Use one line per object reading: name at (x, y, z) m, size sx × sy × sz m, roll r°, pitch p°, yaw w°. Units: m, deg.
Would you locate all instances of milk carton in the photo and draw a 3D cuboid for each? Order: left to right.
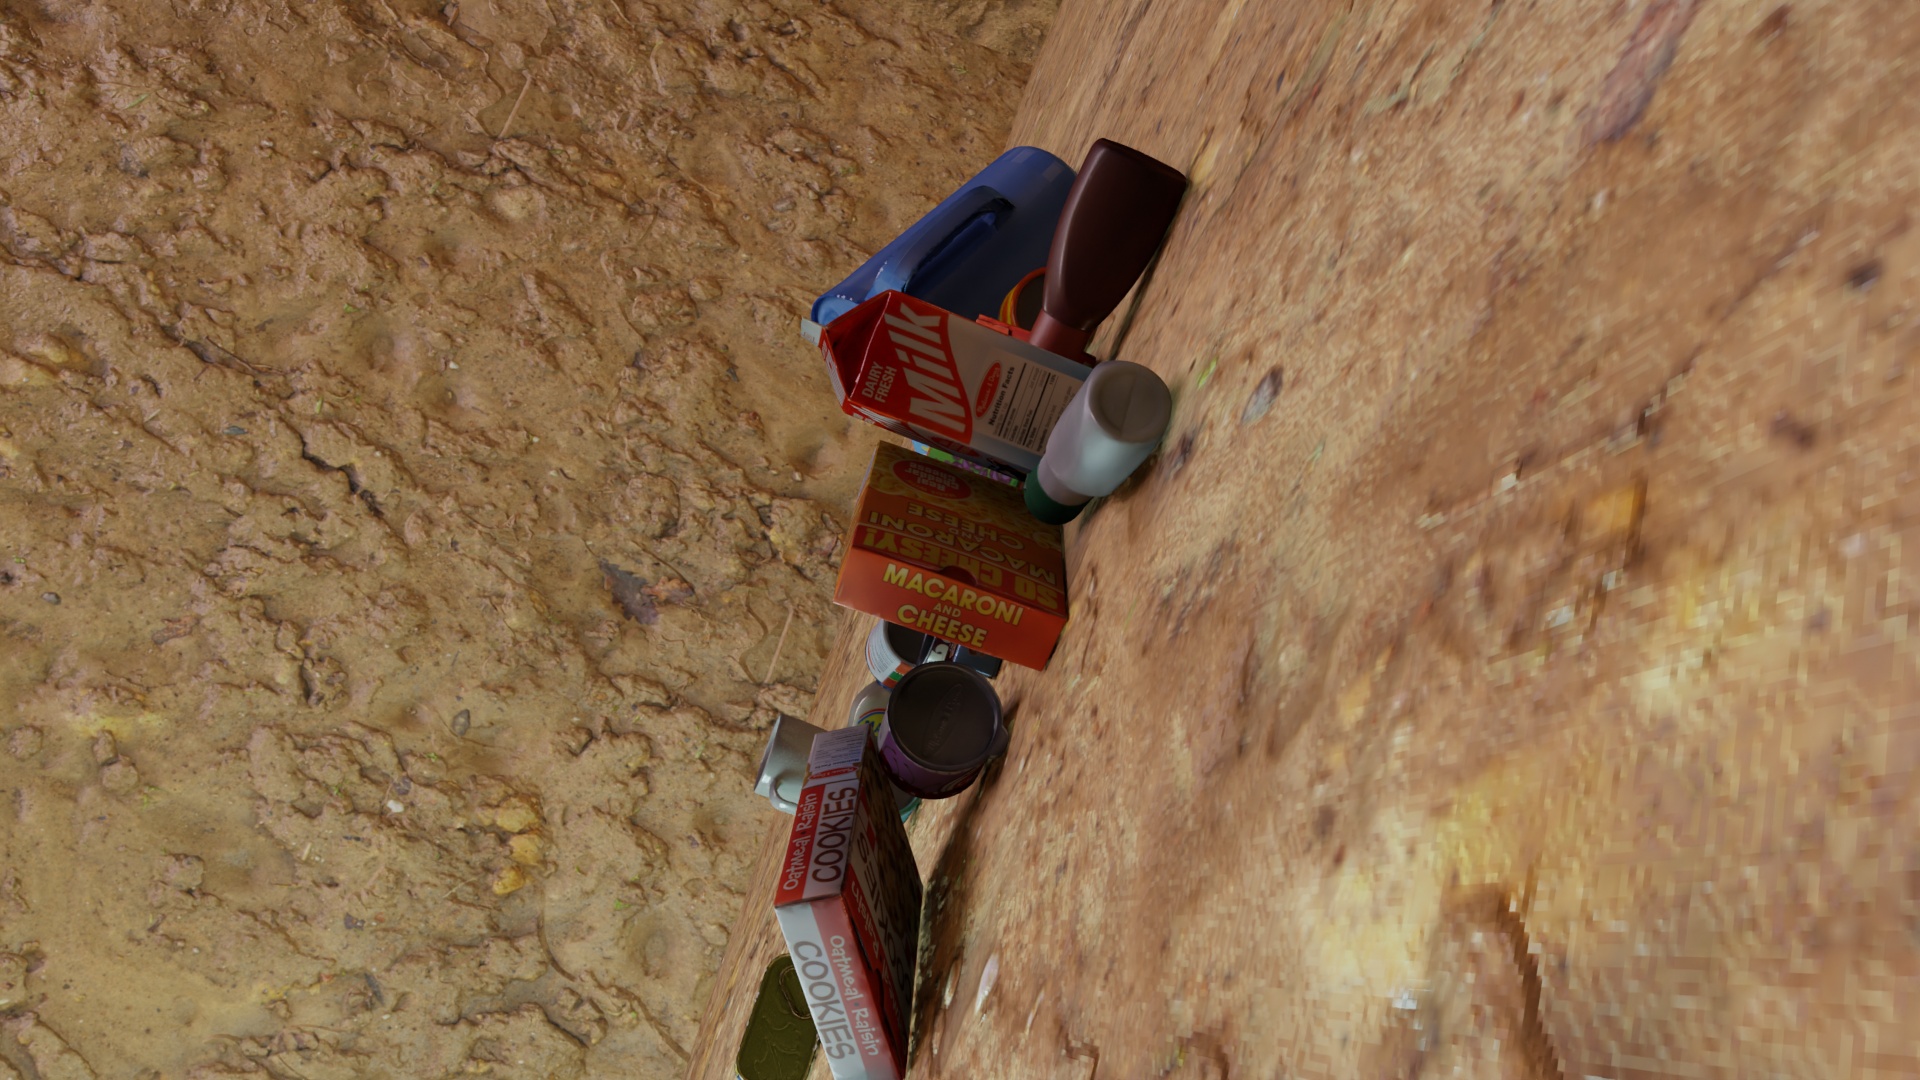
milk carton at (-0.007, -0.094, 0.843) m, size 0.072 × 0.191 × 0.073 m, roll 167°, pitch 123°, yaw -82°

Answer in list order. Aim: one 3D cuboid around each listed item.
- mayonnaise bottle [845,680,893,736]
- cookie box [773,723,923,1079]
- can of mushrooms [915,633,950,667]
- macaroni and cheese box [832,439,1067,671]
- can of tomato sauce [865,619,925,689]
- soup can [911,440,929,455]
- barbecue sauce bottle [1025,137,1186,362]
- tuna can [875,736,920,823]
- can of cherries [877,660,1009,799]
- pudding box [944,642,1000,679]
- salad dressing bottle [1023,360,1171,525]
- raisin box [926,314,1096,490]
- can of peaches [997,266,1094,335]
mayonnaise bottle at (-0.072, 0.161, 1.200) m, size 0.041 × 0.065 × 0.148 m, roll -133°, pitch 67°, yaw -80°
cookie box at (-0.057, 0.199, 0.778) m, size 0.168 × 0.040 × 0.122 m, roll -85°, pitch -18°, yaw -68°
can of mushrooms at (-0.008, 0.075, 1.039) m, size 0.071 × 0.033 × 0.071 m, roll -157°, pitch 87°, yaw -83°
macaroni and cheese box at (-0.003, 0.003, 0.814) m, size 0.167 × 0.124 × 0.040 m, roll -86°, pitch 16°, yaw -67°
can of tomato sauce at (-0.036, 0.082, 1.126) m, size 0.082 × 0.071 × 0.071 m, roll 127°, pitch 162°, yaw -68°
soup can at (-0.005, -0.082, 1.042) m, size 0.072 × 0.071 × 0.083 m, roll -78°, pitch -27°, yaw -52°
barbecue sauce bottle at (0.083, -0.173, 0.877) m, size 0.044 × 0.065 × 0.148 m, roll -102°, pitch 34°, yaw -63°
tuna can at (-0.060, 0.178, 1.021) m, size 0.032 × 0.071 × 0.071 m, roll 120°, pitch 169°, yaw -52°
can of cherries at (-0.011, 0.112, 0.800) m, size 0.058 × 0.071 × 0.072 m, roll 110°, pitch 177°, yaw -61°
pudding box at (0.019, 0.047, 0.916) m, size 0.049 × 0.030 × 0.084 m, roll 166°, pitch 123°, yaw -81°
salad dressing bottle at (0.068, -0.046, 0.738) m, size 0.147 × 0.044 × 0.064 m, roll 125°, pitch 162°, yaw -70°
raisin box at (0.031, -0.085, 0.963) m, size 0.040 × 0.086 × 0.123 m, roll 15°, pitch -82°, yaw -52°
can of peaches at (0.065, -0.168, 1.026) m, size 0.058 × 0.071 × 0.071 m, roll -173°, pitch 103°, yaw -83°
